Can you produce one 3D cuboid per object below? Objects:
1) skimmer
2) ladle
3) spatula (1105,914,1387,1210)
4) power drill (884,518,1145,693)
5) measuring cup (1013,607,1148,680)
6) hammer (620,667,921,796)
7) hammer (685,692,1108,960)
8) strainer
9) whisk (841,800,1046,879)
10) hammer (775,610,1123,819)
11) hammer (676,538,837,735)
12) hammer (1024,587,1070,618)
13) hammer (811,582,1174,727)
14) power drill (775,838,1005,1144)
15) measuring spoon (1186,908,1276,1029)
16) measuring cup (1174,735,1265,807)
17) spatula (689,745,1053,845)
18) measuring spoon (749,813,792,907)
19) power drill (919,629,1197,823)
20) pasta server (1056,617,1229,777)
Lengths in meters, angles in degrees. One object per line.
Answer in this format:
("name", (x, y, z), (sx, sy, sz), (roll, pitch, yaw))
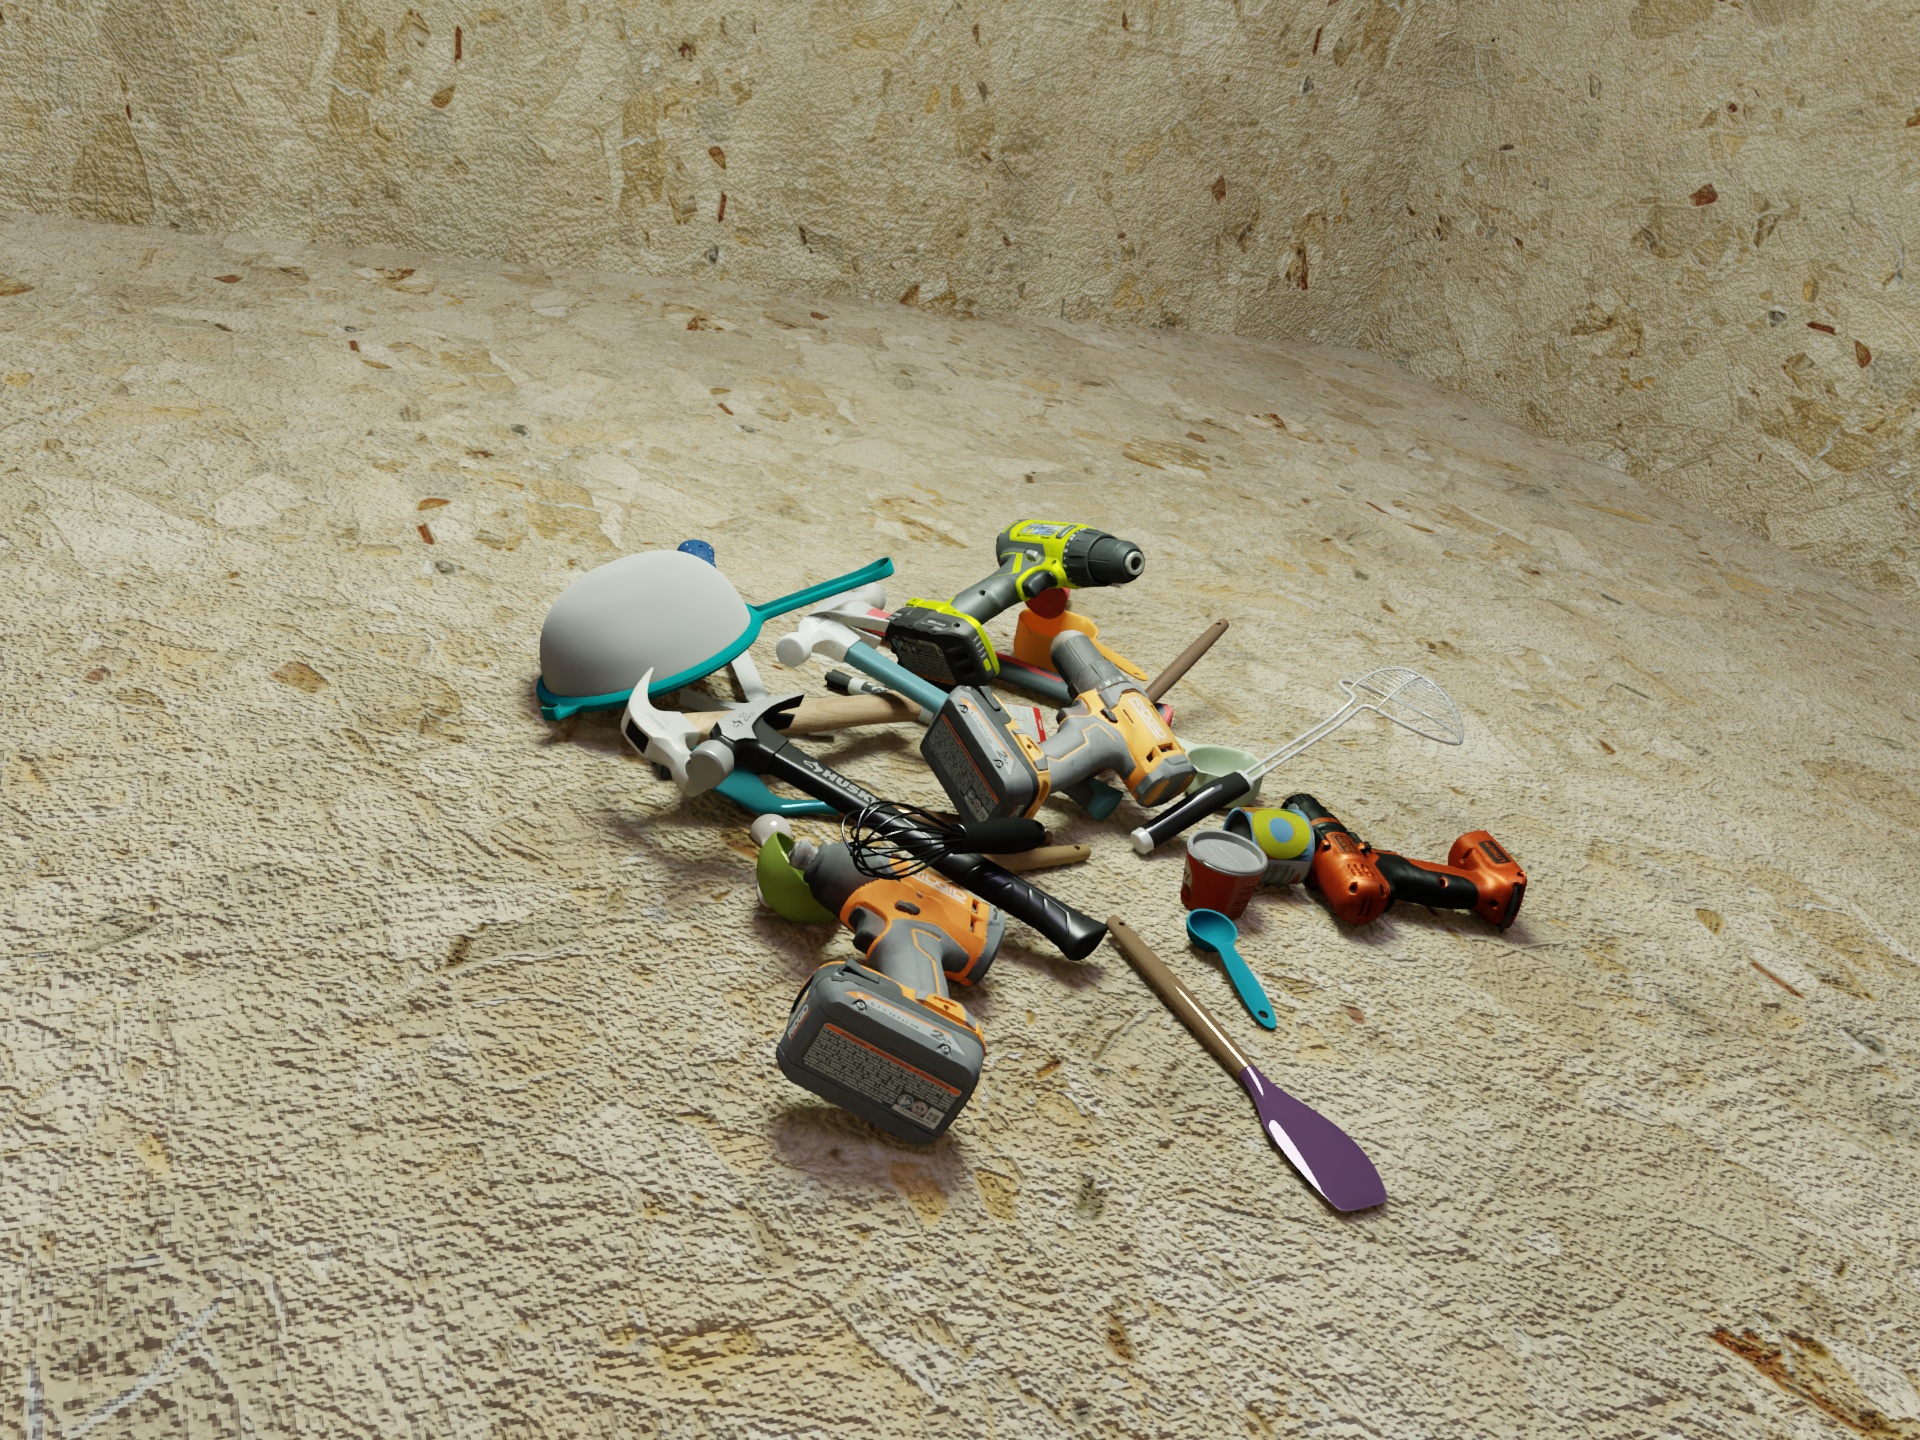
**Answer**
("skimmer", (0.309, 0.048, 1.460), (0.363, 0.090, 0.127), (-29, 41, -20))
("ladle", (-0.018, 0.111, 1.257), (0.320, 0.062, 0.078), (-4, 42, -36))
("spatula", (0.192, 0.235, 1.137), (0.059, 0.018, 0.316), (-3, 30, -30))
("power drill", (0.055, -0.120, 1.560), (0.228, 0.080, 0.191), (-38, 29, -24))
("measuring cup", (0.128, -0.062, 1.686), (0.095, 0.052, 0.174), (-13, 37, -43))
("hammer", (-0.151, -0.003, 1.363), (0.130, 0.031, 0.331), (40, 27, 27))
("hammer", (-0.037, 0.085, 1.216), (0.335, 0.035, 0.146), (30, 27, 4))
("strainer", (-0.231, -0.116, 1.428), (0.340, 0.095, 0.211), (-20, 24, -5))
("whisk", (-0.005, 0.084, 1.148), (0.055, 0.055, 0.238), (29, 14, 32))
("hammer", (-0.002, -0.005, 1.441), (0.331, 0.033, 0.128), (31, 27, 6))
("hammer", (-0.239, -0.092, 1.598), (0.144, 0.035, 0.406), (2, 27, -21))
("hammer", (0.118, -0.161, 1.821), (0.149, 0.036, 0.359), (10, 14, 2))
("hammer", (0.030, -0.052, 1.636), (0.386, 0.038, 0.143), (21, 28, 17))
("power drill", (-0.055, 0.163, 1.066), (0.164, 0.084, 0.227), (29, 22, -8))
("measuring spoon", (0.210, 0.197, 1.233), (0.042, 0.021, 0.129), (2, 36, -23))
("measuring cup", (0.215, 0.041, 1.534), (0.168, 0.038, 0.083), (24, 27, 39))
("spatula", (-0.074, 0.068, 1.333), (0.317, 0.044, 0.082), (9, 22, -9))
("measuring spoon", (-0.148, 0.107, 1.248), (0.034, 0.018, 0.124), (8, 26, -10))
("power drill", (0.077, 0.004, 1.382), (0.226, 0.084, 0.185), (-10, 56, -37))
("pasta server", (0.187, -0.029, 1.573), (0.060, 0.040, 0.316), (22, 43, 29))
